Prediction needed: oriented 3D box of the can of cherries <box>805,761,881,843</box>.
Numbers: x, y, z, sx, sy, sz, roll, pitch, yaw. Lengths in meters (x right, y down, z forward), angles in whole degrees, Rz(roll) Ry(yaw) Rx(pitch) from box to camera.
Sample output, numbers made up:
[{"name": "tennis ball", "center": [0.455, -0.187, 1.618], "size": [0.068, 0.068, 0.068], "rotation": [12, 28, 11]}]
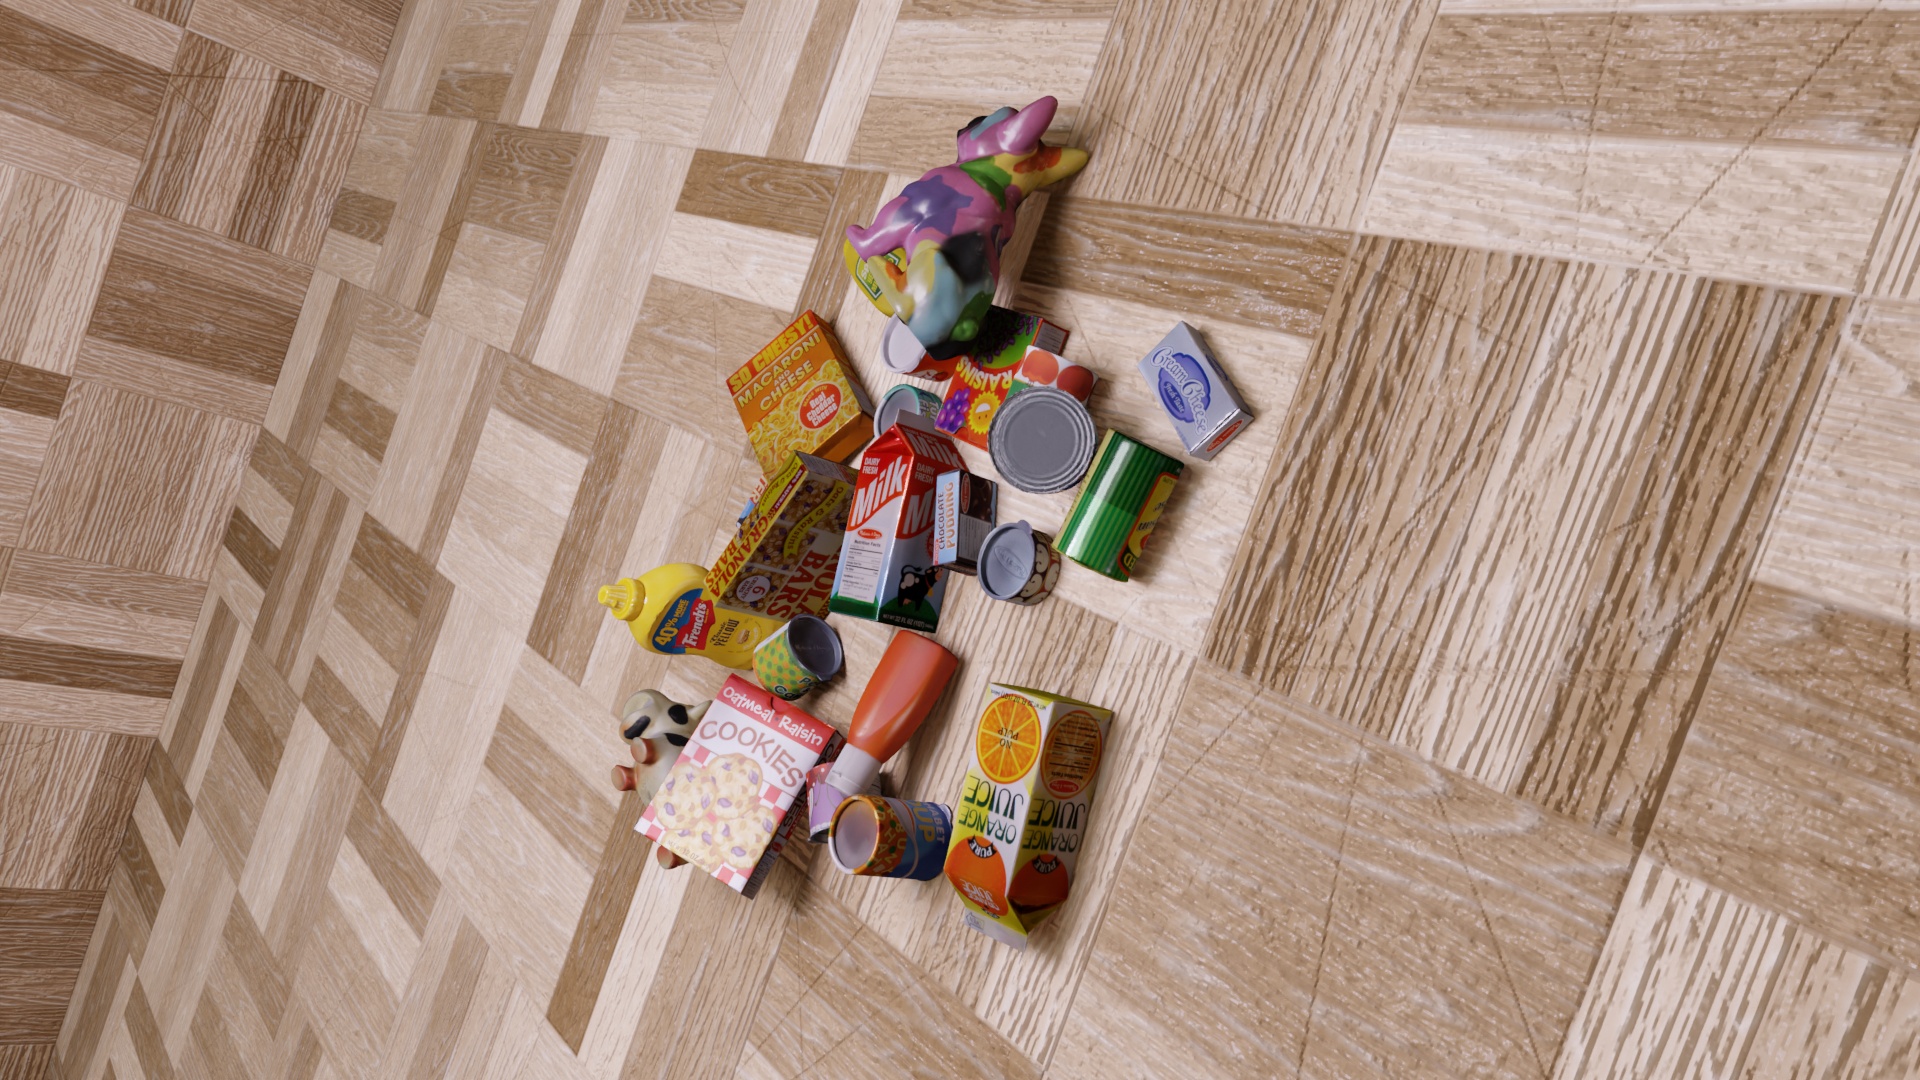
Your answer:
[{"name": "can of cherries", "center": [-0.104, 0.231, 1.224], "size": [0.071, 0.071, 0.058], "rotation": [-29, 58, 37]}]

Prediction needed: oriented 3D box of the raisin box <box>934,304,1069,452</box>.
[{"name": "raisin box", "center": [0.035, -0.140, 1.223], "size": [0.086, 0.040, 0.123], "rotation": [26, 97, 46]}]

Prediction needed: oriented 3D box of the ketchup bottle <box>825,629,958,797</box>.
[{"name": "ketchup bottle", "center": [-0.064, 0.151, 1.193], "size": [0.065, 0.043, 0.149], "rotation": [17, 70, 43]}]

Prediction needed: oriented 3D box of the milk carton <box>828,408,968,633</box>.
[{"name": "milk carton", "center": [-0.051, -0.019, 1.248], "size": [0.073, 0.072, 0.190], "rotation": [7, 84, 47]}]

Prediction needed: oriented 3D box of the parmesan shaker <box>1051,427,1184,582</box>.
[{"name": "parmesan shaker", "center": [0.122, -0.027, 1.072], "size": [0.071, 0.071, 0.103], "rotation": [35, 102, 46]}]

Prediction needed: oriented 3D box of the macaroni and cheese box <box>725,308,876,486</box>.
[{"name": "macaroni and cheese box", "center": [-0.161, -0.138, 1.407], "size": [0.123, 0.040, 0.167], "rotation": [-38, 50, 13]}]

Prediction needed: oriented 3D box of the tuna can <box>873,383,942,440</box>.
[{"name": "tuna can", "center": [-0.047, -0.112, 1.304], "size": [0.071, 0.033, 0.071], "rotation": [-17, 65, 43]}]

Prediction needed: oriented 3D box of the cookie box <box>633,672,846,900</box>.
[{"name": "cookie box", "center": [-0.201, 0.223, 1.273], "size": [0.123, 0.040, 0.168], "rotation": [25, 73, 20]}]

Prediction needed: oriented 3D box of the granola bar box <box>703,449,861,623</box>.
[{"name": "granola bar box", "center": [-0.145, 0.002, 1.301], "size": [0.165, 0.124, 0.039], "rotation": [-53, 46, 21]}]

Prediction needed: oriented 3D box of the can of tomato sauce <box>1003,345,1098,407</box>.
[{"name": "can of tomato sauce", "center": [0.071, -0.112, 1.156], "size": [0.071, 0.071, 0.083], "rotation": [28, 97, 47]}]

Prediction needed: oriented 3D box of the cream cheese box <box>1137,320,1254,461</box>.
[{"name": "cream cheese box", "center": [0.180, -0.116, 1.074], "size": [0.053, 0.024, 0.104], "rotation": [-45, 49, 27]}]

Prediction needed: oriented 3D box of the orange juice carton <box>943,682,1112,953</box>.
[{"name": "orange juice carton", "center": [0.048, 0.212, 1.069], "size": [0.072, 0.073, 0.192], "rotation": [10, 85, 47]}]

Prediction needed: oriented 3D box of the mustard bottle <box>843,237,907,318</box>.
[{"name": "mustard bottle", "center": [-0.079, -0.271, 1.376], "size": [0.065, 0.049, 0.161], "rotation": [-57, 45, 14]}]

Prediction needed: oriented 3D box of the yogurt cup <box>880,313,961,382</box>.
[{"name": "yogurt cup", "center": [-0.033, -0.181, 1.296], "size": [0.072, 0.054, 0.072], "rotation": [-17, 66, 42]}]

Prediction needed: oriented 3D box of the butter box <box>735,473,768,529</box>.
[{"name": "butter box", "center": [-0.192, -0.043, 1.438], "size": [0.053, 0.024, 0.103], "rotation": [45, 110, 44]}]

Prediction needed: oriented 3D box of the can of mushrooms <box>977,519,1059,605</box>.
[{"name": "can of mushrooms", "center": [0.050, 0.018, 1.160], "size": [0.071, 0.033, 0.071], "rotation": [-17, 65, 43]}]

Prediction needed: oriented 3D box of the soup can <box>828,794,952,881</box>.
[{"name": "soup can", "center": [-0.057, 0.246, 1.159], "size": [0.071, 0.084, 0.071], "rotation": [-17, 65, 42]}]

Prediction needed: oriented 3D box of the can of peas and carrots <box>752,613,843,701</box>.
[{"name": "can of peas and carrots", "center": [-0.153, 0.114, 1.317], "size": [0.058, 0.071, 0.071], "rotation": [-36, 54, 34]}]

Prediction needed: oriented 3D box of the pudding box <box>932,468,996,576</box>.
[{"name": "pudding box", "center": [0.004, -0.015, 1.206], "size": [0.030, 0.049, 0.084], "rotation": [-11, 70, 42]}]
